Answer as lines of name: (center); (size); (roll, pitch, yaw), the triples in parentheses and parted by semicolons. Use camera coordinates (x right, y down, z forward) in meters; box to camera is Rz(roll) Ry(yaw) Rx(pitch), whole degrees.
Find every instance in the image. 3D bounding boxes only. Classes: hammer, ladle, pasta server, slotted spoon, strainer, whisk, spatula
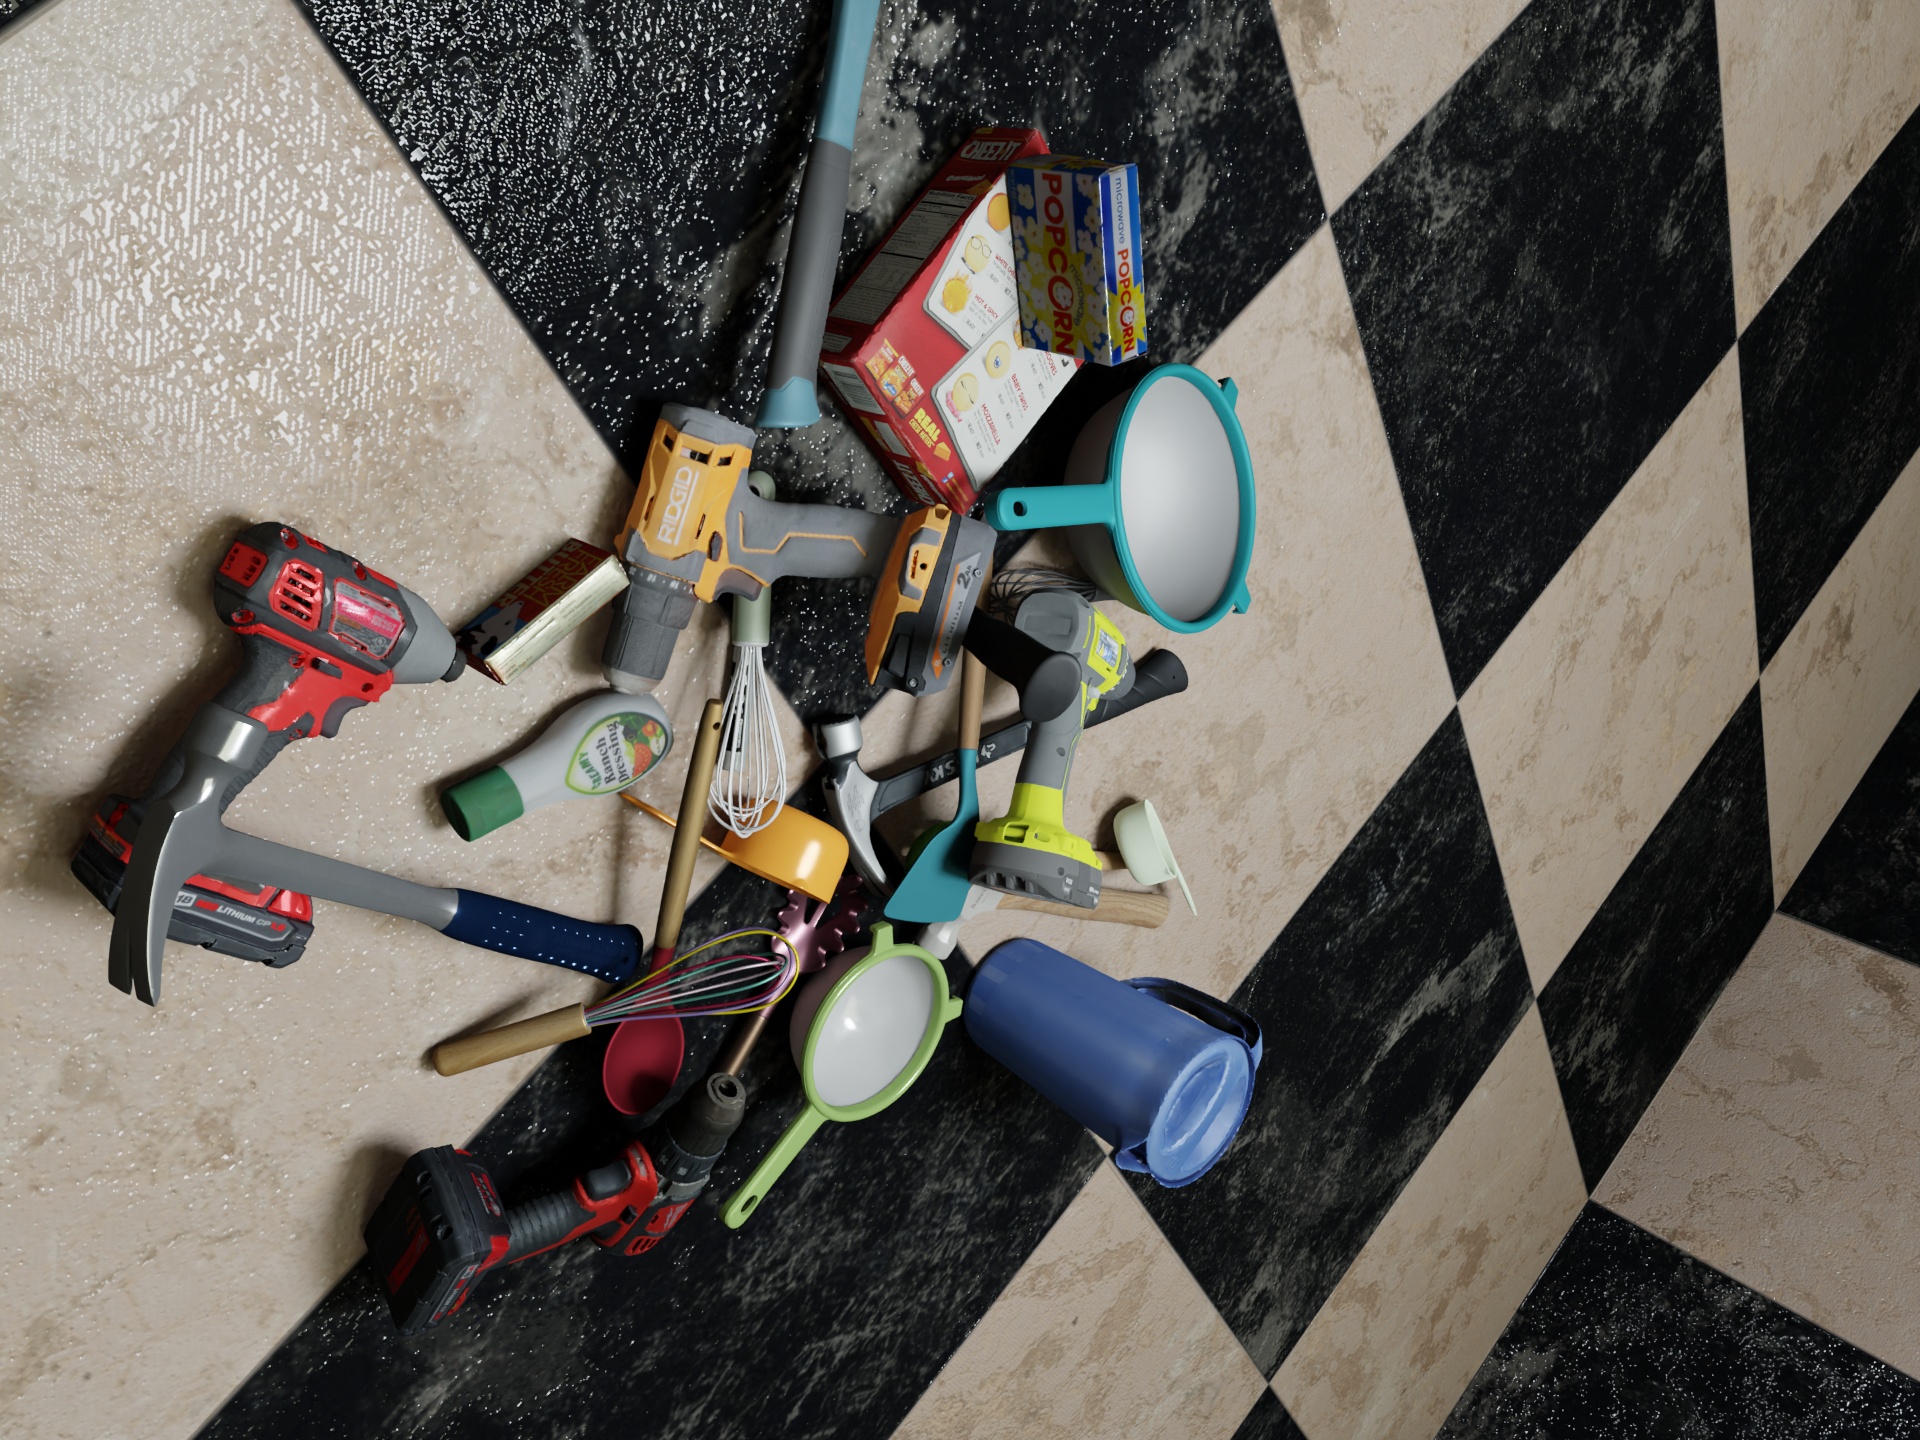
hammer: (0.053, 0.017, 1.305); (0.409, 0.036, 0.149); (-21, 107, -40)
ladle: (-0.195, 0.129, 1.073); (0.069, 0.031, 0.315); (-9, 122, -47)
hammer: (0.096, 0.157, 1.407); (0.331, 0.031, 0.130); (15, 113, -53)
pasta server: (-0.166, 0.248, 1.209); (0.060, 0.040, 0.316); (31, 87, -6)
hammer: (-0.081, -0.343, 0.990); (0.128, 0.033, 0.331); (8, 94, -45)
slotted spoon: (0.057, 0.122, 1.381); (0.313, 0.031, 0.070); (6, 104, -48)
hammer: (-0.309, 0.113, 0.922); (0.144, 0.035, 0.405); (-68, 155, -8)
strainer: (-0.116, 0.275, 1.248); (0.256, 0.069, 0.151); (-51, 138, -14)
hammer: (0.019, -0.060, 1.053); (0.035, 0.335, 0.146); (18, 97, -16)
whisk: (-0.225, 0.193, 1.050); (0.245, 0.051, 0.047); (-16, 121, -6)
strainer: (0.105, -0.165, 1.224); (0.340, 0.095, 0.211); (-12, 100, -49)
whisk: (0.104, -0.105, 1.310); (0.239, 0.055, 0.055); (-12, 117, -46)
spatula: (-0.002, -0.004, 1.212); (0.082, 0.044, 0.317); (11, 81, -45)
whisk: (-0.141, -0.044, 1.066); (0.059, 0.058, 0.246); (-6, 99, -74)

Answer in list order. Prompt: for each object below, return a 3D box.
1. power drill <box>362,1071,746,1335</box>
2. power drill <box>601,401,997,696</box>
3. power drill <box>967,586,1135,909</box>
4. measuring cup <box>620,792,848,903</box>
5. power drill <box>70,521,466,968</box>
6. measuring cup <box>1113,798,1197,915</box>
power drill: (-0.262, 0.315, 1.071); (0.226, 0.080, 0.187); (-2, 139, -45)
power drill: (-0.109, -0.081, 1.010); (0.226, 0.084, 0.185); (18, 95, -5)
power drill: (0.082, 0.026, 1.236); (0.190, 0.080, 0.228); (29, 70, -66)
measuring cup: (-0.155, 0.071, 1.120); (0.173, 0.095, 0.052); (32, 77, -28)
power drill: (-0.371, 0.015, 0.873); (0.143, 0.079, 0.220); (32, 82, -48)
measuring cup: (0.183, 0.141, 1.484); (0.038, 0.083, 0.167); (-20, 136, 11)
